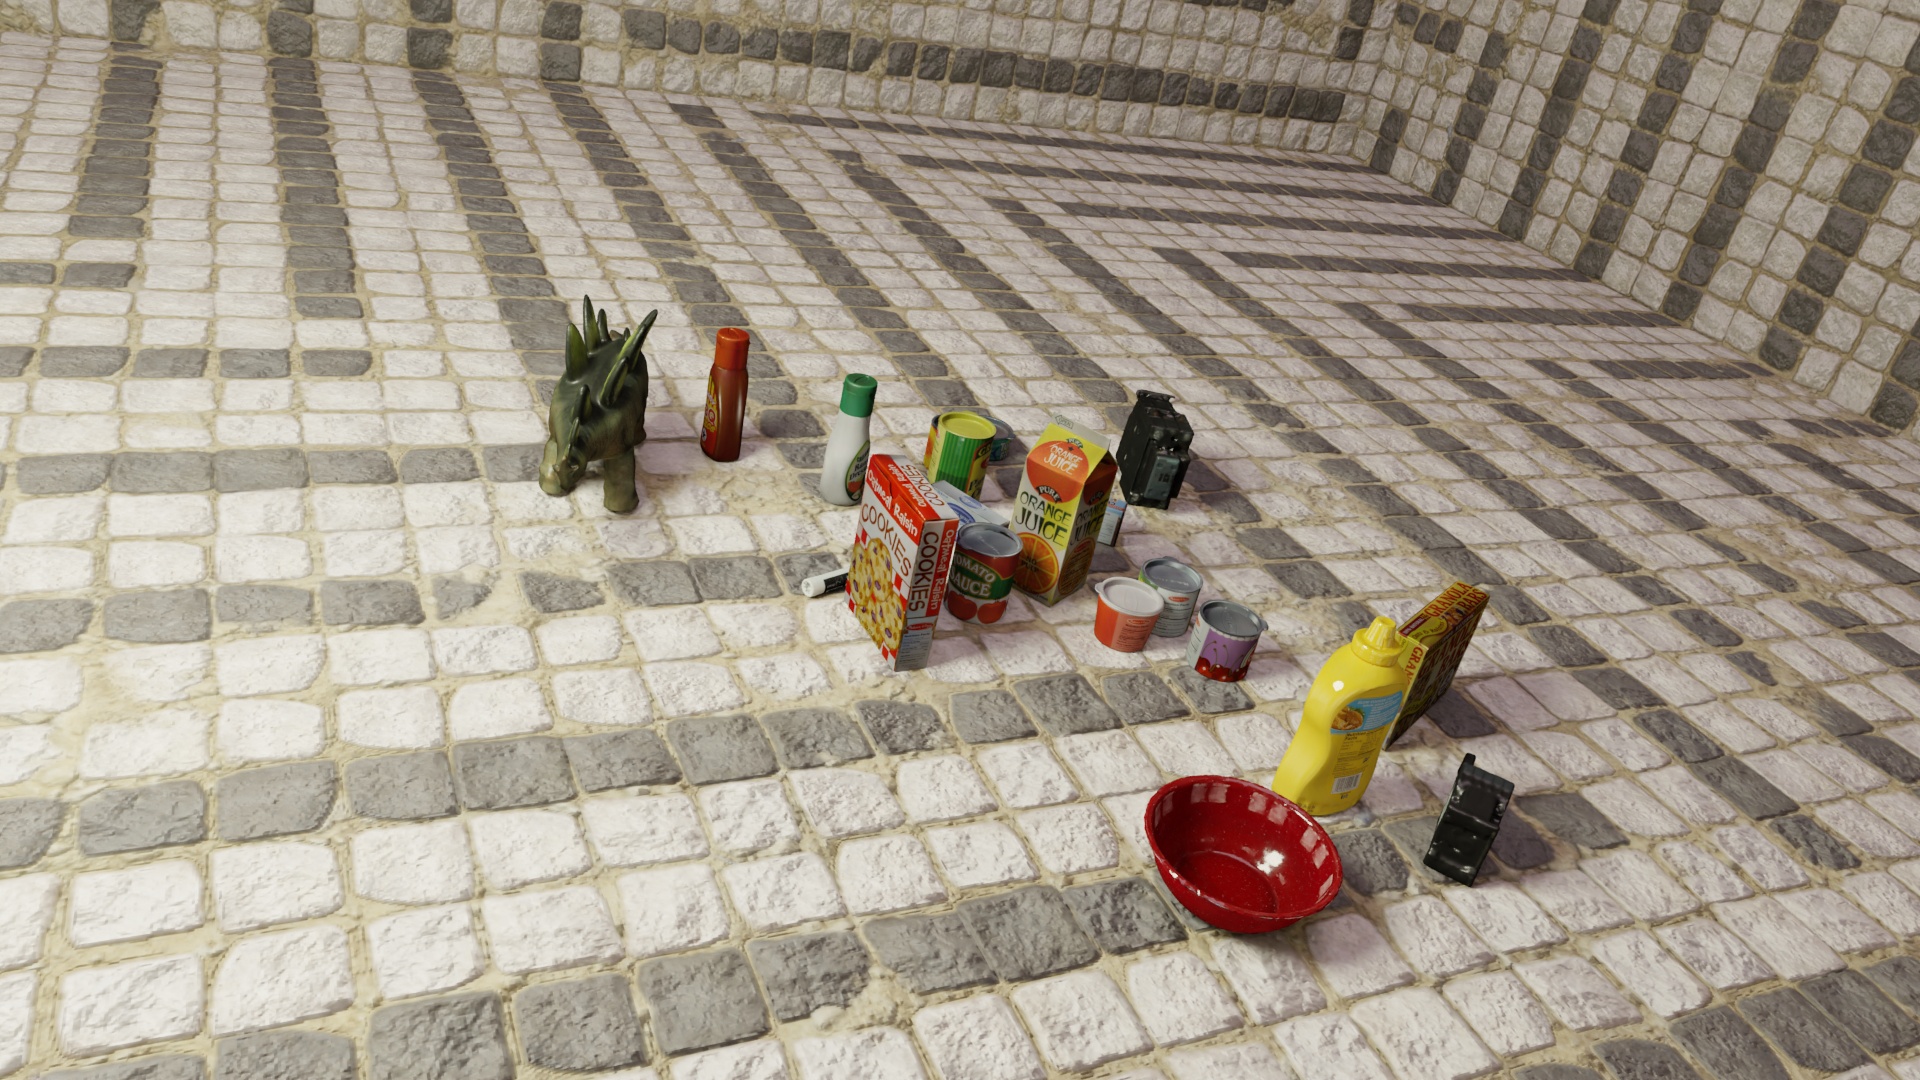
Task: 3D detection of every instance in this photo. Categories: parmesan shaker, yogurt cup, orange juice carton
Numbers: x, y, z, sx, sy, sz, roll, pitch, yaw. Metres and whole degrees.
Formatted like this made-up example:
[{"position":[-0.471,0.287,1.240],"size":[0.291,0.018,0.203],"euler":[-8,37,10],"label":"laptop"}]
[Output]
[{"position":[-0.001,-0.088,1.589],"size":[0.071,0.102,0.071],"euler":[10,29,-5],"label":"parmesan shaker"},{"position":[0.169,0.077,1.416],"size":[0.072,0.053,0.073],"euler":[10,29,-5],"label":"yogurt cup"},{"position":[0.105,-0.036,1.448],"size":[0.072,0.191,0.073],"euler":[28,32,26],"label":"orange juice carton"}]

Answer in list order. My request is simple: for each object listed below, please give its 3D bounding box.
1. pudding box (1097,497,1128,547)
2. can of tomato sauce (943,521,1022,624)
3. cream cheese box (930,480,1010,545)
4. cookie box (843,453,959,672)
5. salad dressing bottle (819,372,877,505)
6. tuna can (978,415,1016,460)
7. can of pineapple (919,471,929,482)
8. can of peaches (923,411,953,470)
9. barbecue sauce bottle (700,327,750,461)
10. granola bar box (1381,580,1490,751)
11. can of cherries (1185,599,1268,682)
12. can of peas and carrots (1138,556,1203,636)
[{"position":[0.146,-0.030,1.601],"size":[0.084,0.049,0.030],"euler":[17,29,8],"label":"pudding box"},{"position":[0.021,0.034,1.404],"size":[0.071,0.082,0.071],"euler":[10,29,-5],"label":"can of tomato sauce"},{"position":[0.005,-0.019,1.521],"size":[0.104,0.053,0.024],"euler":[33,34,32],"label":"cream cheese box"},{"position":[-0.059,0.020,1.311],"size":[0.040,0.166,0.123],"euler":[-5,33,-29],"label":"cookie box"},{"position":[-0.122,-0.112,1.537],"size":[0.044,0.147,0.064],"euler":[22,30,17],"label":"salad dressing bottle"},{"position":[0.034,-0.128,1.745],"size":[0.071,0.032,0.071],"euler":[10,29,-5],"label":"tuna can"},{"position":[-0.070,-0.042,1.527],"size":[0.071,0.057,0.071],"euler":[10,29,-5],"label":"can of pineapple"},{"position":[-0.008,-0.115,1.679],"size":[0.071,0.057,0.071],"euler":[10,29,-5],"label":"can of peaches"},{"position":[-0.265,-0.167,1.576],"size":[0.044,0.147,0.065],"euler":[-3,32,-27],"label":"barbecue sauce bottle"},{"position":[0.459,0.122,1.382],"size":[0.039,0.123,0.166],"euler":[30,33,29],"label":"granola bar box"},{"position":[0.269,0.102,1.408],"size":[0.071,0.058,0.072],"euler":[10,29,-5],"label":"can of cherries"},{"position":[0.215,0.059,1.463],"size":[0.071,0.058,0.071],"euler":[10,29,-5],"label":"can of peas and carrots"}]
